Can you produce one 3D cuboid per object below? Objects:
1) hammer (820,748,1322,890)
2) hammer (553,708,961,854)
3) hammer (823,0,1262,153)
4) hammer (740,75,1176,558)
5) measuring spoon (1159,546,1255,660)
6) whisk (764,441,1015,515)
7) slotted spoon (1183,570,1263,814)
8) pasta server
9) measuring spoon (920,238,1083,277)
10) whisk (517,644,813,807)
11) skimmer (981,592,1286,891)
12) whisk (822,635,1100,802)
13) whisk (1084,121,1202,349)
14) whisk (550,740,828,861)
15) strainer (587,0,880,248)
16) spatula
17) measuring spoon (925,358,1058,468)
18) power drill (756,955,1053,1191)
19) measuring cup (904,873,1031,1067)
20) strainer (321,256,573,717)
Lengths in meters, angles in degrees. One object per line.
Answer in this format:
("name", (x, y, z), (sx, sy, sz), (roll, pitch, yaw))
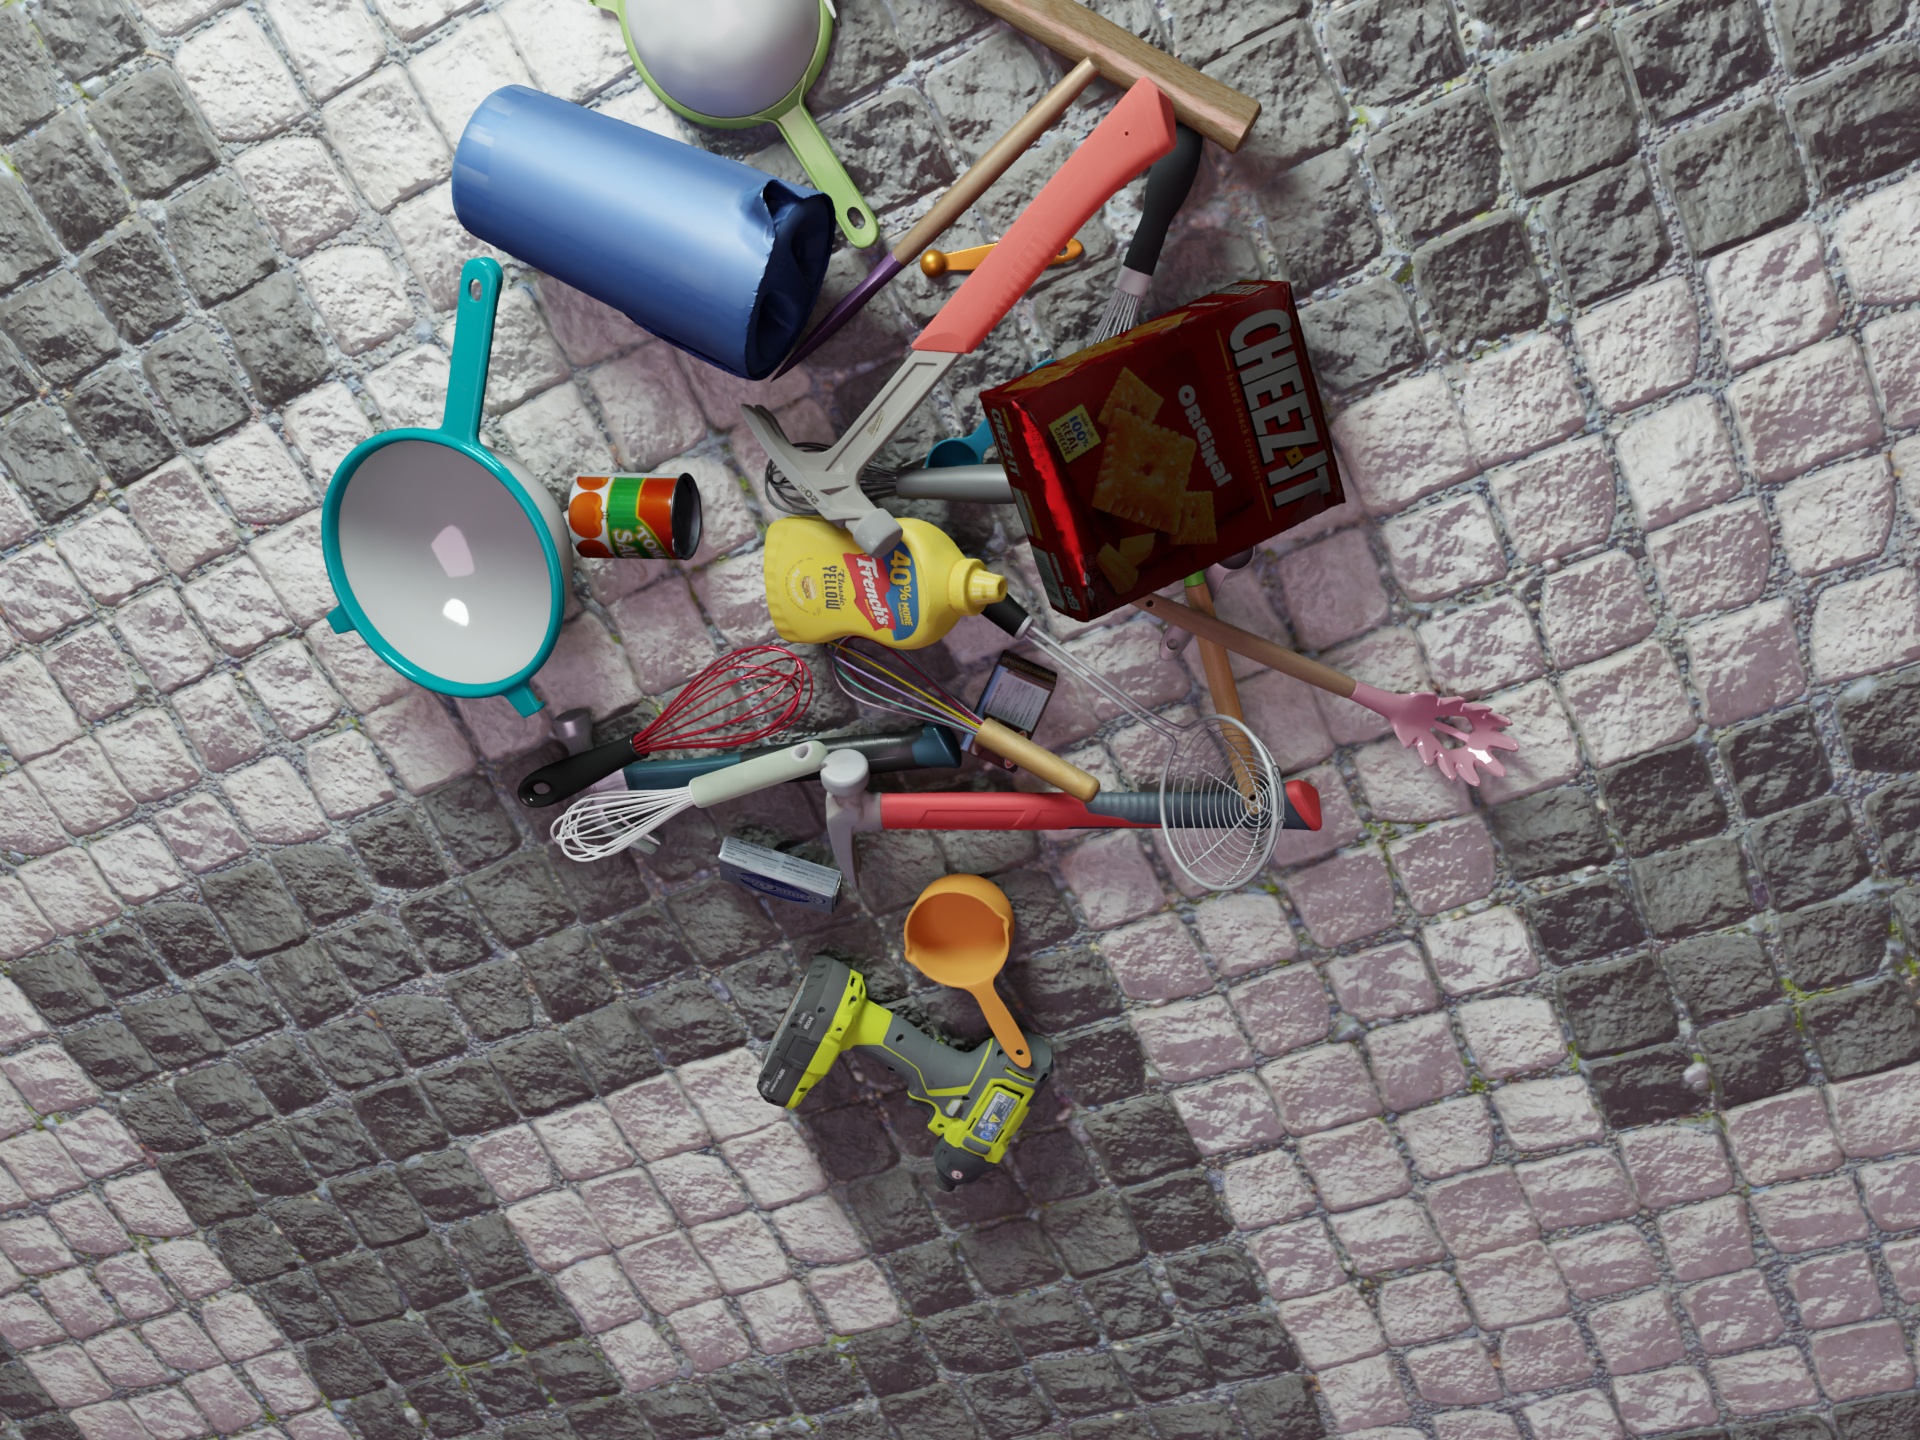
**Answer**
("hammer", (0.088, 0.082, 1.262), (0.386, 0.038, 0.143), (0, 137, 4))
("hammer", (-0.163, 0.036, 1.298), (0.331, 0.033, 0.128), (-7, 111, 12))
("hammer", (0.042, -0.460, 1.029), (0.331, 0.031, 0.130), (29, 104, -2))
("hammer", (0.005, -0.284, 1.070), (0.149, 0.036, 0.359), (48, 113, 10))
("measuring spoon", (0.183, -0.095, 1.194), (0.034, 0.018, 0.124), (34, 122, 8))
("whisk", (-0.040, -0.174, 1.152), (0.239, 0.055, 0.055), (5, 115, 24))
("slotted spoon", (0.181, -0.076, 1.168), (0.070, 0.031, 0.313), (-15, 103, 5))
("pasta server", (0.265, -0.031, 1.162), (0.316, 0.040, 0.060), (22, 101, -14))
("measuring spoon", (0.028, -0.326, 1.118), (0.117, 0.011, 0.021), (-3, 113, 11))
("whisk", (-0.238, 0.012, 1.256), (0.296, 0.073, 0.073), (-22, 108, 24))
("skimmer", (0.084, -0.019, 1.168), (0.363, 0.090, 0.127), (37, 131, 5))
("whisk", (-0.002, -0.004, 1.223), (0.245, 0.051, 0.047), (29, 141, 11))
("whisk", (0.108, -0.274, 1.105), (0.070, 0.070, 0.284), (20, 110, 1))
("whisk", (-0.219, 0.062, 1.280), (0.246, 0.058, 0.059), (-18, 142, 13))
("strainer", (-0.136, -0.429, 1.069), (0.151, 0.069, 0.256), (-29, 104, 20))
("spatula", (-0.025, -0.331, 1.080), (0.316, 0.060, 0.018), (-37, 102, 29))
("measuring spoon", (0.026, -0.218, 1.167), (0.042, 0.021, 0.128), (44, 104, -9))
("power drill", (-0.054, 0.312, 1.378), (0.223, 0.080, 0.171), (25, 114, -5))
("measuring cup", (0.020, 0.206, 1.325), (0.095, 0.052, 0.173), (-23, 104, 18))
("strainer", (-0.358, -0.184, 1.194), (0.211, 0.095, 0.340), (23, 118, 11))
